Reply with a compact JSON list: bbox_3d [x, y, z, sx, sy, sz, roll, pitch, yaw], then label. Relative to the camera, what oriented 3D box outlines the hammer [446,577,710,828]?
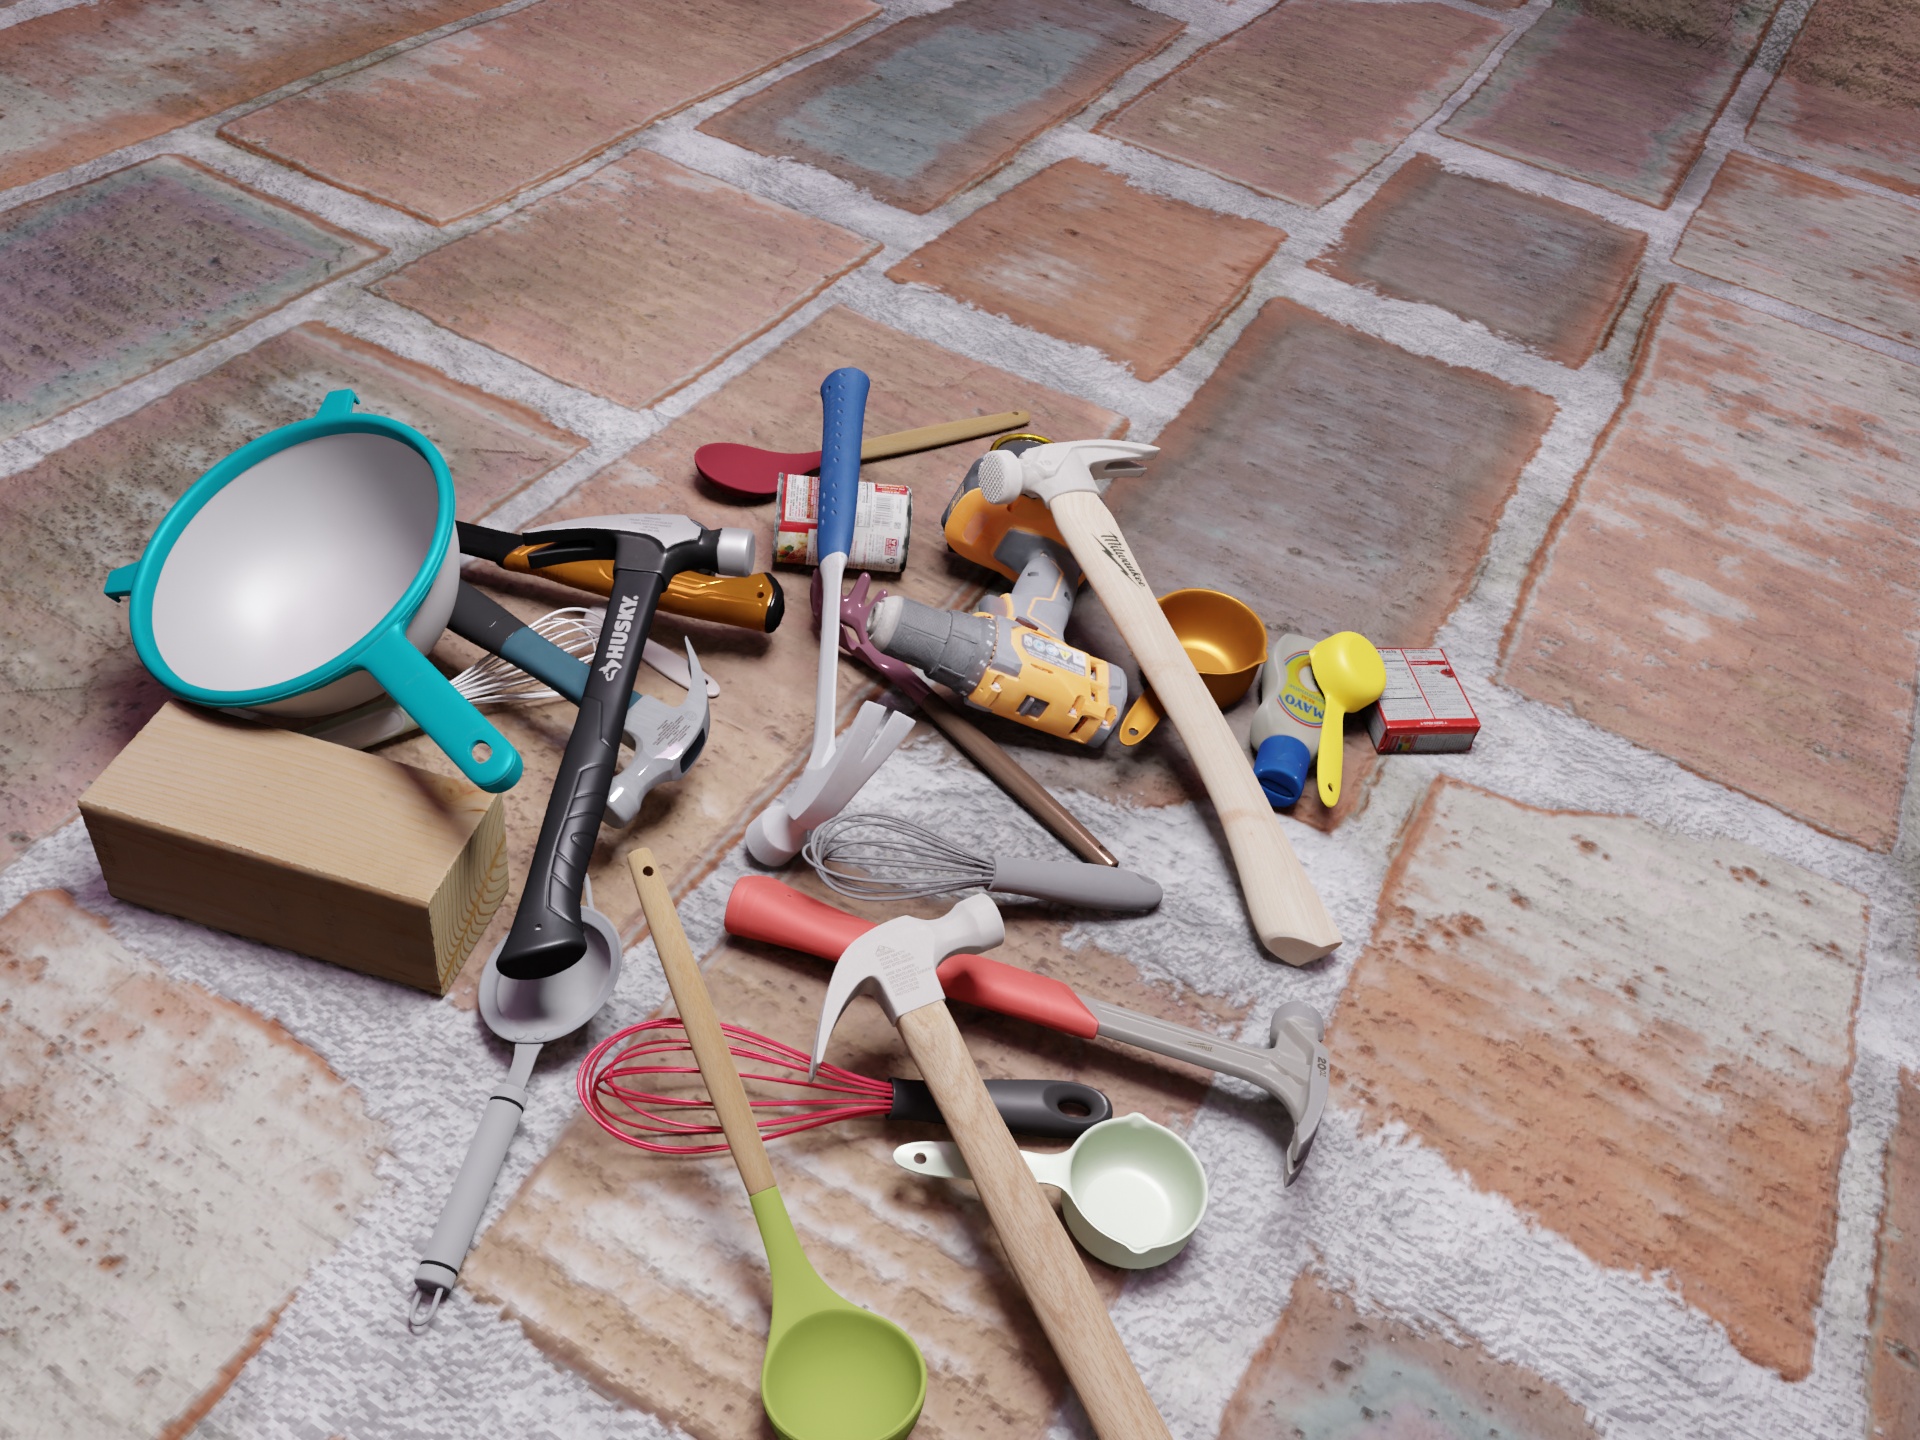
[{"bbox_3d":[-0.301,-0.056,1.037,0.331,0.033,0.128,30,56,19],"label":"hammer"}]

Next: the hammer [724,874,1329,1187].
[{"bbox_3d":[0.031,0.161,0.914,0.359,0.036,0.149,16,22,10],"label":"hammer"}]

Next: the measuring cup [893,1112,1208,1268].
[{"bbox_3d":[0.046,0.249,0.849,0.167,0.038,0.083,7,44,-1],"label":"measuring cup"}]

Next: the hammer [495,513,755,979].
[{"bbox_3d":[-0.222,0.003,0.954,0.146,0.035,0.335,6,53,1],"label":"hammer"}]

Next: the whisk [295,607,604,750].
[{"bbox_3d":[-0.338,-0.015,1.046,0.246,0.057,0.059,-24,22,-25],"label":"whisk"}]

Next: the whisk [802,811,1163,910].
[{"bbox_3d":[0.018,0.094,0.979,0.238,0.055,0.055,10,42,-21],"label":"whisk"}]

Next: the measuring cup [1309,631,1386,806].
[{"bbox_3d":[0.270,-0.002,1.108,0.062,0.029,0.157,37,44,-20],"label":"measuring cup"}]

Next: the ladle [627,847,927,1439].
[{"bbox_3d":[-0.103,0.204,0.782,0.078,0.062,0.320,-15,71,-28],"label":"ladle"}]

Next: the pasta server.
[{"bbox_3d":[-0.002,-0.004,1.101,0.060,0.040,0.316,-16,49,-45],"label":"pasta server"}]

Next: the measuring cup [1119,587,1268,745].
[{"bbox_3d":[0.154,-0.023,1.143,0.095,0.052,0.174,29,53,16],"label":"measuring cup"}]

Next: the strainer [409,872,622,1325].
[{"bbox_3d":[-0.239,0.196,0.849,0.087,0.050,0.259,-2,47,18],"label":"strainer"}]

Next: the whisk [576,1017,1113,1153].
[{"bbox_3d":[-0.058,0.205,0.863,0.295,0.073,0.073,7,43,-13],"label":"whisk"}]

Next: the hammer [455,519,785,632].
[{"bbox_3d":[-0.290,-0.107,1.126,0.337,0.034,0.127,13,60,5],"label":"hammer"}]

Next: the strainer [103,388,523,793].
[{"bbox_3d":[-0.346,-0.045,0.951,0.211,0.095,0.341,-44,60,-12],"label":"strainer"}]

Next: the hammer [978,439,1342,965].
[{"bbox_3d":[0.154,-0.026,1.082,0.146,0.038,0.411,-10,62,-31],"label":"hammer"}]

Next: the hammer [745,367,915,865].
[{"bbox_3d":[-0.083,-0.102,1.082,0.035,0.144,0.406,24,45,-27],"label":"hammer"}]

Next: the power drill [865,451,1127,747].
[{"bbox_3d":[0.026,-0.094,1.144,0.185,0.084,0.226,20,43,-16],"label":"power drill"}]

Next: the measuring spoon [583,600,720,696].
[{"bbox_3d":[-0.217,-0.053,1.125,0.124,0.018,0.034,32,47,20],"label":"measuring spoon"}]

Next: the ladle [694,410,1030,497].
[{"bbox_3d":[-0.075,-0.229,1.330,0.315,0.031,0.069,-16,52,-28],"label":"ladle"}]

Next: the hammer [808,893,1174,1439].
[{"bbox_3d":[0.027,0.246,0.795,0.130,0.031,0.332,-18,62,-23],"label":"hammer"}]
